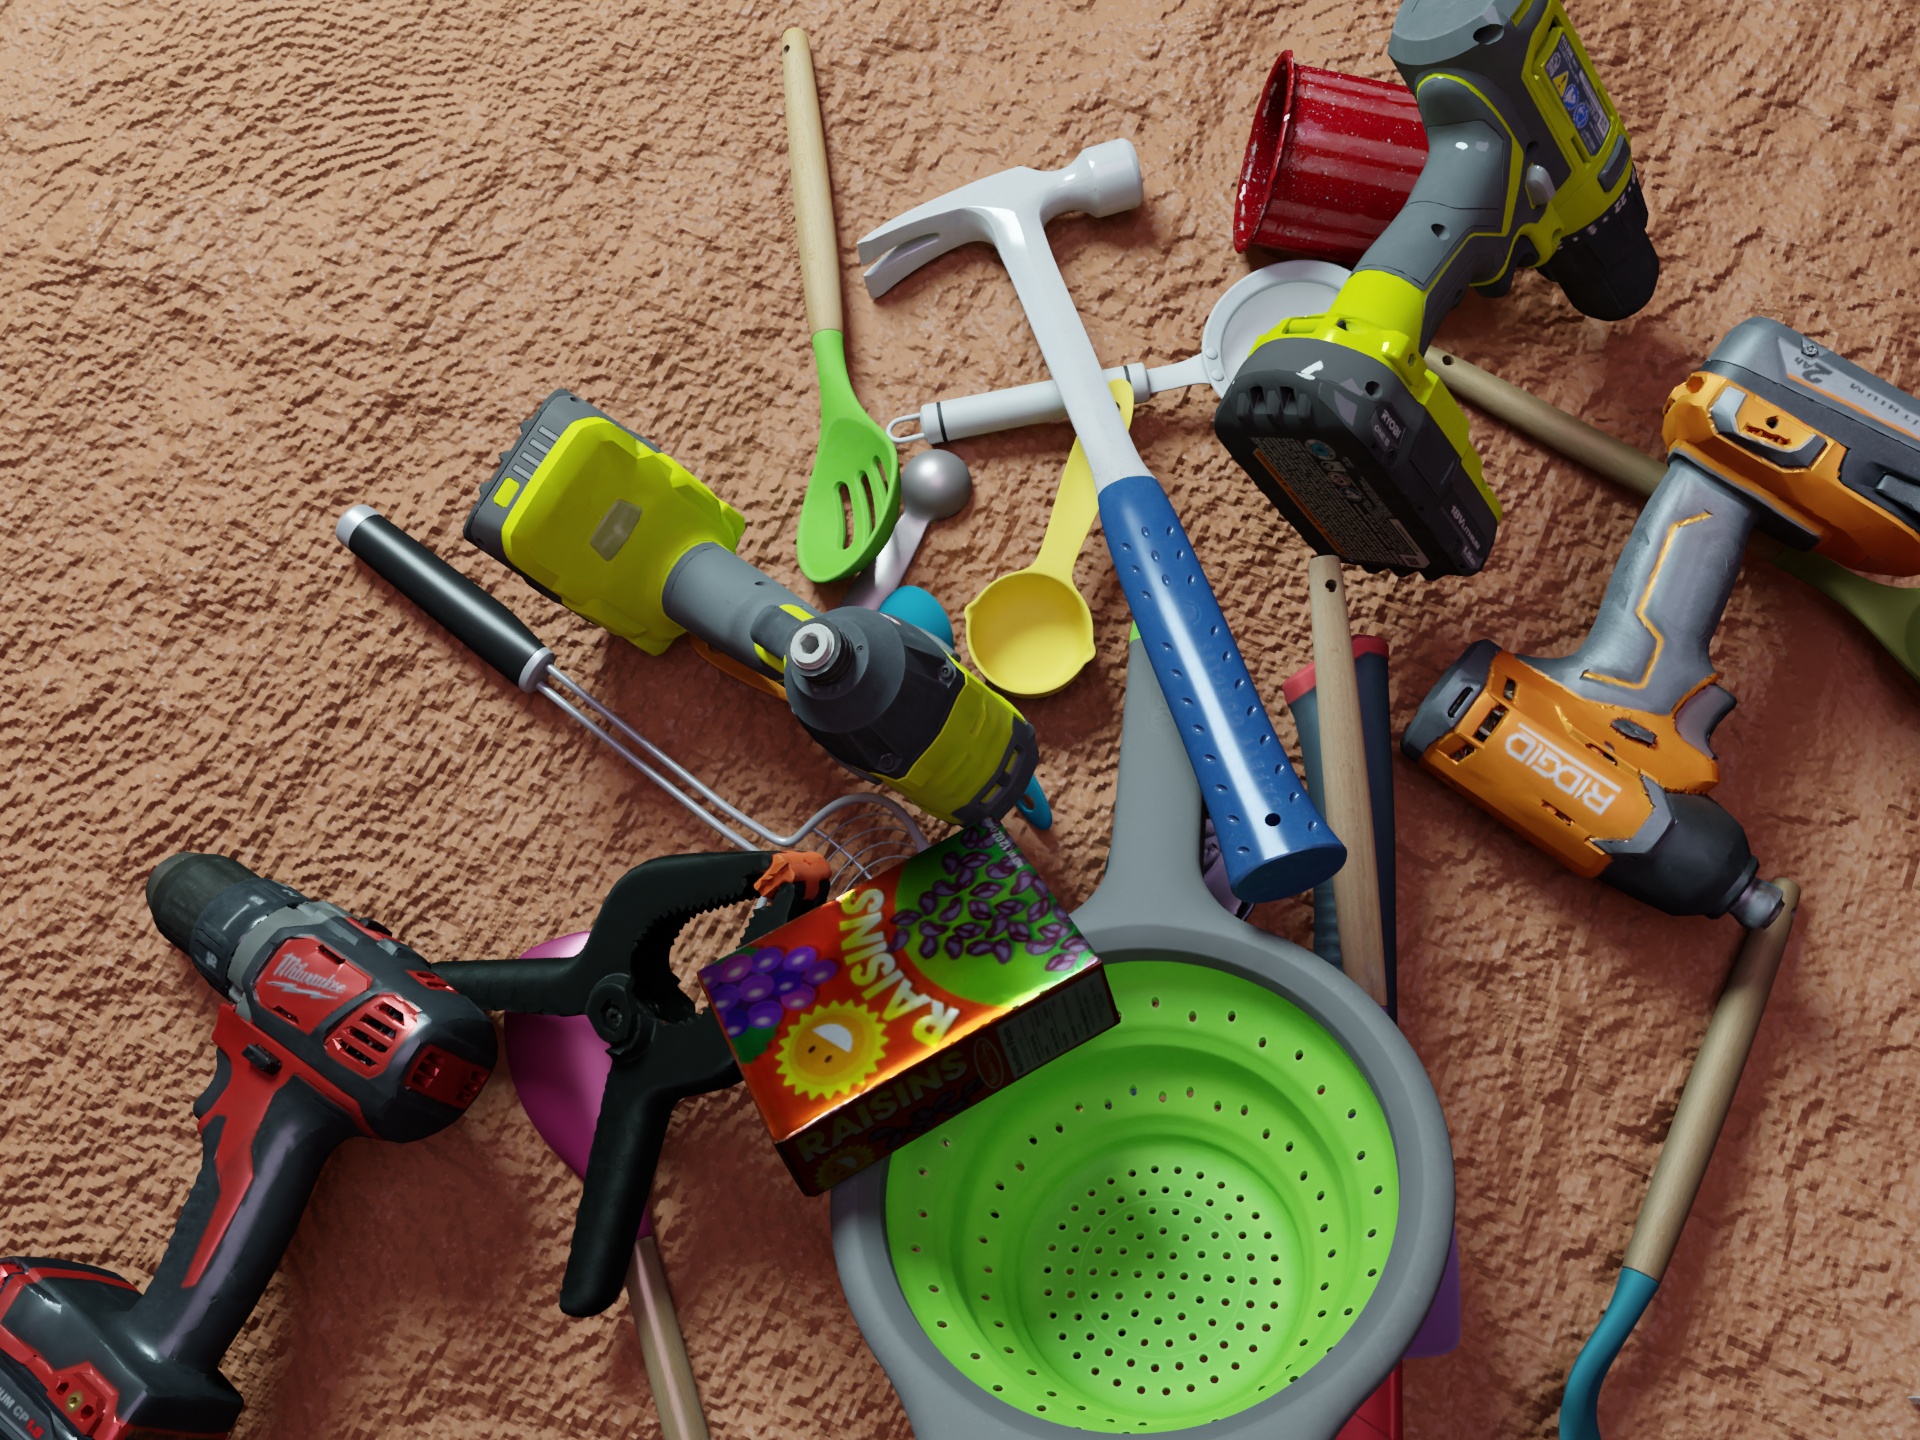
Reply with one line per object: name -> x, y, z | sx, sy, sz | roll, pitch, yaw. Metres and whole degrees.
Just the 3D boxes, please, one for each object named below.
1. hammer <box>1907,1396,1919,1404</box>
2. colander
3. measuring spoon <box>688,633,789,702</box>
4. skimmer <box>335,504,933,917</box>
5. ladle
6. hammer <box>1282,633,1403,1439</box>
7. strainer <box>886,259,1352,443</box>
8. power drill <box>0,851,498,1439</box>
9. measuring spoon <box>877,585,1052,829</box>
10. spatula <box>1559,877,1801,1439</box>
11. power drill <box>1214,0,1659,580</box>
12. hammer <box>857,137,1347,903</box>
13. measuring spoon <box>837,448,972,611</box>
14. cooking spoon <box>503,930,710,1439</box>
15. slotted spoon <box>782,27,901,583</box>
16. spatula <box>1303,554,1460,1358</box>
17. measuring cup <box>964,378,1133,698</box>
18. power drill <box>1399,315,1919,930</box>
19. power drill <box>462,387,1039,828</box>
hammer -> 0.318, 0.365, 0.586 | 0.331, 0.033, 0.128 | -24, 74, -13
colander -> 0.076, 0.114, 0.607 | 0.204, 0.094, 0.397 | -2, 47, 14
measuring spoon -> -0.074, -0.016, 0.732 | 0.117, 0.011, 0.021 | 26, 79, 12
skimmer -> -0.153, 0.015, 0.681 | 0.363, 0.090, 0.127 | 37, 105, 12
ladle -> 0.354, -0.098, 0.722 | 0.320, 0.062, 0.078 | 32, 69, 12
hammer -> 0.177, 0.156, 0.648 | 0.143, 0.038, 0.386 | 2, 79, 1
strainer -> 0.091, -0.161, 0.753 | 0.258, 0.050, 0.087 | -10, 71, 4
power drill -> -0.312, 0.171, 0.639 | 0.188, 0.080, 0.227 | 25, 75, 27
measuring spoon -> -0.001, -0.002, 0.710 | 0.021, 0.042, 0.129 | -27, 80, -40
spatula -> 0.295, 0.205, 0.642 | 0.044, 0.082, 0.317 | 11, 66, 45
power drill -> 0.218, -0.177, 0.678 | 0.080, 0.190, 0.228 | 15, 71, 50
hammer -> 0.062, -0.103, 0.676 | 0.144, 0.035, 0.406 | -17, 55, 0
measuring spoon -> -0.033, -0.076, 0.741 | 0.034, 0.018, 0.124 | 28, 77, 8
cooking spoon -> -0.127, 0.240, 0.655 | 0.069, 0.017, 0.319 | -19, 74, -3
slotted spoon -> -0.065, -0.208, 0.770 | 0.070, 0.031, 0.314 | -25, 64, 40
spatula -> 0.157, 0.088, 0.632 | 0.060, 0.018, 0.316 | -2, 80, -2
measuring cup -> 0.049, -0.083, 0.731 | 0.062, 0.029, 0.156 | 20, 80, 7
power drill -> 0.317, -0.032, 0.665 | 0.164, 0.084, 0.226 | 38, 96, 17
power drill -> -0.085, -0.043, 0.639 | 0.223, 0.171, 0.080 | 31, 87, 25
